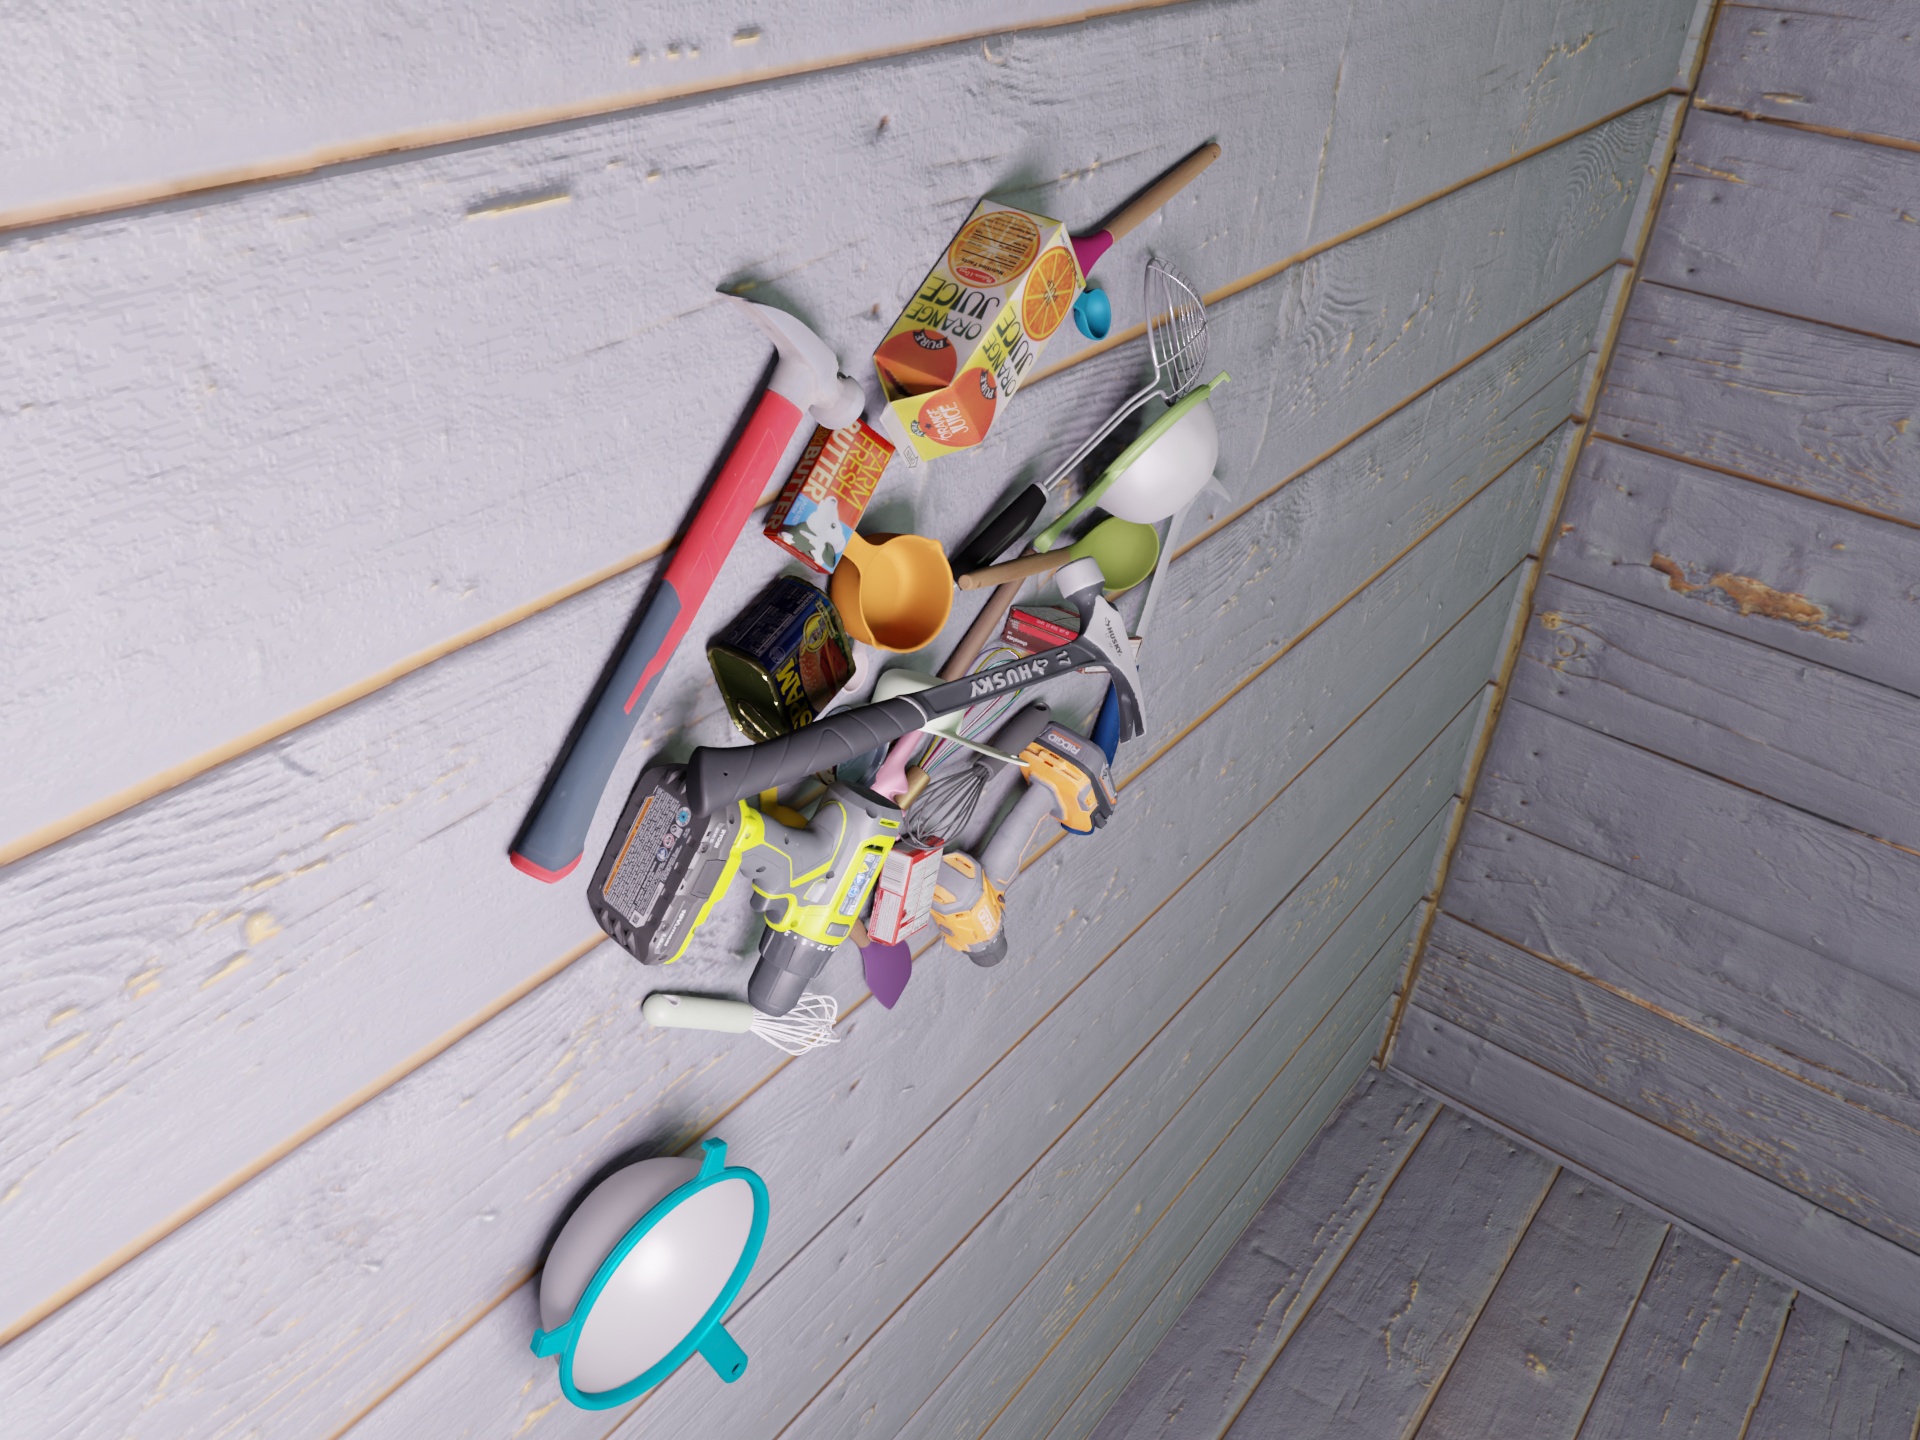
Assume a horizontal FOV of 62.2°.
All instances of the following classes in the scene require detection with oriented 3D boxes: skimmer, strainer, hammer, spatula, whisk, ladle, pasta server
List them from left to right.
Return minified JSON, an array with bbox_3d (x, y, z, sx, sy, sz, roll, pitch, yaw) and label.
[{"bbox_3d":[-0.246,0.457,1.291,0.211,0.095,0.340,-47,150,-25],"label":"strainer"},{"bbox_3d":[-0.189,-0.078,1.006,0.386,0.038,0.143,-62,151,-4],"label":"hammer"},{"bbox_3d":[-0.173,0.242,1.291,0.059,0.058,0.246,-58,148,5],"label":"whisk"},{"bbox_3d":[-0.092,0.183,1.409,0.060,0.018,0.315,-60,153,-19],"label":"spatula"},{"bbox_3d":[-0.021,-0.006,1.147,0.409,0.149,0.036,-20,175,-37],"label":"hammer"},{"bbox_3d":[-0.018,0.032,1.387,0.245,0.051,0.047,-51,155,-19],"label":"whisk"},{"bbox_3d":[-0.013,-0.020,1.357,0.316,0.040,0.060,-57,141,-16],"label":"pasta server"},{"bbox_3d":[0.019,0.046,1.461,0.239,0.055,0.055,-43,146,-44],"label":"whisk"},{"bbox_3d":[0.089,-0.135,1.382,0.320,0.062,0.078,-23,138,-59],"label":"ladle"},{"bbox_3d":[0.090,-0.246,1.356,0.363,0.090,0.127,-46,143,-13],"label":"skimmer"},{"bbox_3d":[0.184,-0.070,1.655,0.144,0.035,0.405,-11,122,-57],"label":"hammer"},{"bbox_3d":[0.155,-0.197,1.388,0.256,0.069,0.151,-44,180,-39],"label":"strainer"}]

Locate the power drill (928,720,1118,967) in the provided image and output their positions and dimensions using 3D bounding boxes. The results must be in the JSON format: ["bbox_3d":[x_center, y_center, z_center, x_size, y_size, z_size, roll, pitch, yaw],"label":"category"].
[{"bbox_3d":[0.059,0.134,1.566,0.226,0.084,0.185,-50,150,-17],"label":"power drill"}]

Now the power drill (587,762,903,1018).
[{"bbox_3d":[-0.154,0.126,1.159,0.228,0.080,0.190,19,99,-55],"label":"power drill"}]

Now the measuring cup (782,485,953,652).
[{"bbox_3d":[-0.080,-0.118,1.161,0.173,0.052,0.095,39,74,-36],"label":"measuring cup"}]

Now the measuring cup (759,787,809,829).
[{"bbox_3d":[-0.137,0.061,1.215,0.062,0.029,0.156,-40,146,-39],"label":"measuring cup"}]

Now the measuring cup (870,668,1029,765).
[{"bbox_3d":[-0.002,-0.004,1.254,0.083,0.168,0.038,7,101,-46],"label":"measuring cup"}]

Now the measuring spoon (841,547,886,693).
[{"bbox_3d":[-0.078,-0.082,1.224,0.034,0.018,0.124,-3,108,-59],"label":"measuring spoon"}]

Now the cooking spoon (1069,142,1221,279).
[{"bbox_3d":[0.132,-0.405,1.299,0.319,0.017,0.068,-46,128,-35],"label":"cooking spoon"}]

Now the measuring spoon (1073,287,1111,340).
[{"bbox_3d":[0.081,-0.343,1.281,0.128,0.021,0.042,17,80,-53],"label":"measuring spoon"}]
